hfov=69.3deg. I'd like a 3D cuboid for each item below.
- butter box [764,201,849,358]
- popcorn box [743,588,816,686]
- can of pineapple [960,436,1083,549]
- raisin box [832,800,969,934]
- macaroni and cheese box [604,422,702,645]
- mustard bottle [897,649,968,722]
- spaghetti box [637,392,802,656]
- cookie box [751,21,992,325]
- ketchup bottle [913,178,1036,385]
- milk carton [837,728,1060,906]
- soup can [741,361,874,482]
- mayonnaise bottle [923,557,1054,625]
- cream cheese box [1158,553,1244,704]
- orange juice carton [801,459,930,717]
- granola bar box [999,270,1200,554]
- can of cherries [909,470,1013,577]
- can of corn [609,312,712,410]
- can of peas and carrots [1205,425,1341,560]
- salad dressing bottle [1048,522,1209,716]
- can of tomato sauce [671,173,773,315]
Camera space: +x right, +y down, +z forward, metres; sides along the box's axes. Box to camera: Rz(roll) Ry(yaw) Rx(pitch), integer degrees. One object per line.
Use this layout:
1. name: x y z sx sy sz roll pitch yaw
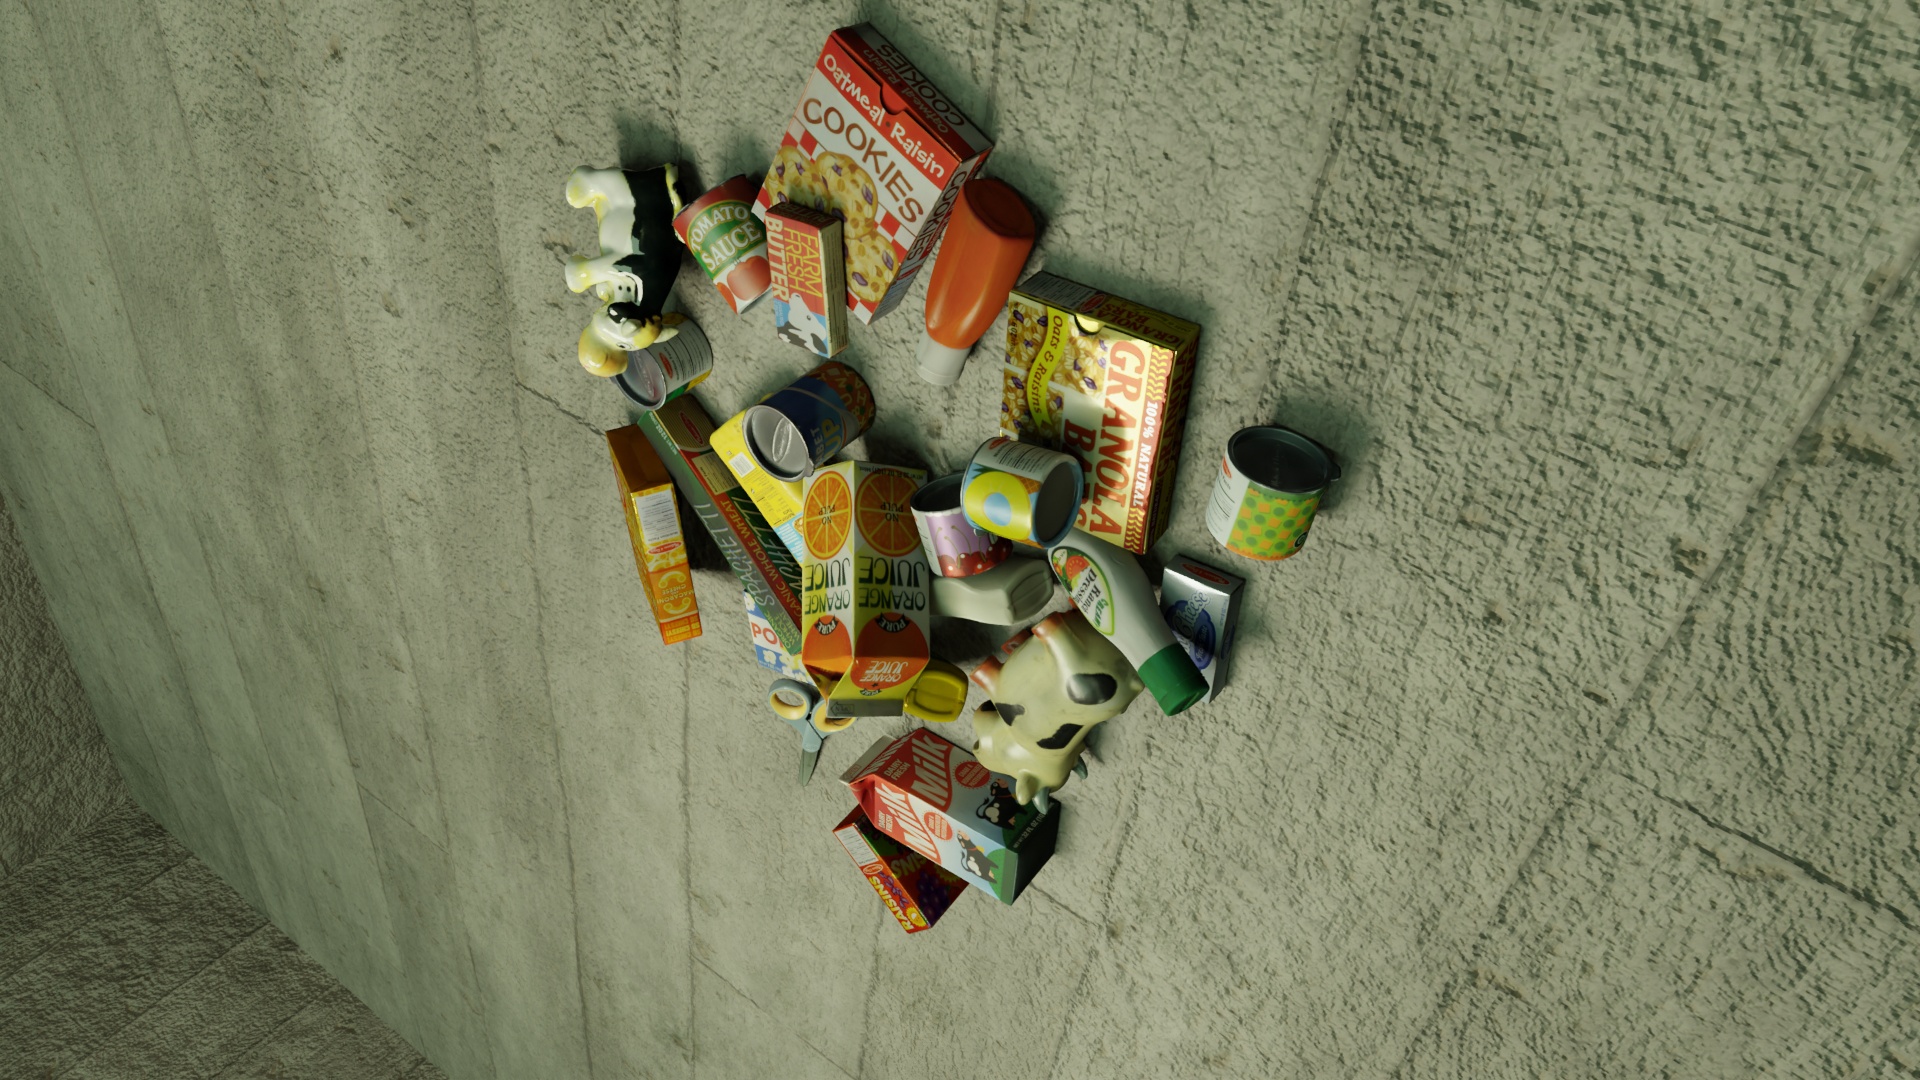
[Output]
1. butter box: -0.108 -0.185 0.988 0.053 0.024 0.103 23 134 28
2. popcorn box: -0.133 0.086 1.253 0.127 0.038 0.084 16 127 32
3. can of pineapple: 0.042 -0.031 0.936 0.058 0.071 0.070 17 129 32
4. raisin box: -0.049 0.289 1.292 0.040 0.086 0.123 -30 98 43
5. macaroni and cheese box: -0.279 -0.006 1.269 0.124 0.040 0.165 -127 26 -51
6. mustard bottle: -0.044 0.109 1.159 0.065 0.049 0.160 18 -177 -22
7. spaghetti box: -0.188 -0.015 1.189 0.028 0.050 0.250 -41 80 40
8. cookie box: -0.065 -0.247 0.952 0.123 0.040 0.166 46 139 6
9. ketchup bottle: 0.004 -0.169 0.943 0.065 0.044 0.148 62 146 29
10. milk carton: -0.013 0.234 1.231 0.191 0.073 0.073 25 133 25
11. soup can: -0.115 -0.091 1.075 0.071 0.084 0.071 22 132 27
12. mayonnaise bottle: 0.000 0.036 1.088 0.148 0.065 0.041 2 115 44
13. cream cheese box: 0.167 0.063 0.989 0.053 0.024 0.103 25 132 27
14. orange juice carton: -0.073 0.040 1.069 0.073 0.072 0.193 -12 75 50
15. granola bar box: 0.088 -0.084 0.939 0.124 0.039 0.164 25 133 25
16. can of cherries: 0.004 -0.013 1.045 0.071 0.072 0.058 4 121 39
17. can of corn: -0.254 -0.152 1.171 0.071 0.058 0.070 22 132 27
18. can of peas and carrots: 0.194 -0.029 0.869 0.071 0.071 0.058 30 135 21
19. salad dressing bottle: 0.119 0.053 0.975 0.148 0.044 0.064 56 149 22
20. can of tomato sauce: -0.165 -0.220 1.036 0.071 0.071 0.083 -27 100 48
